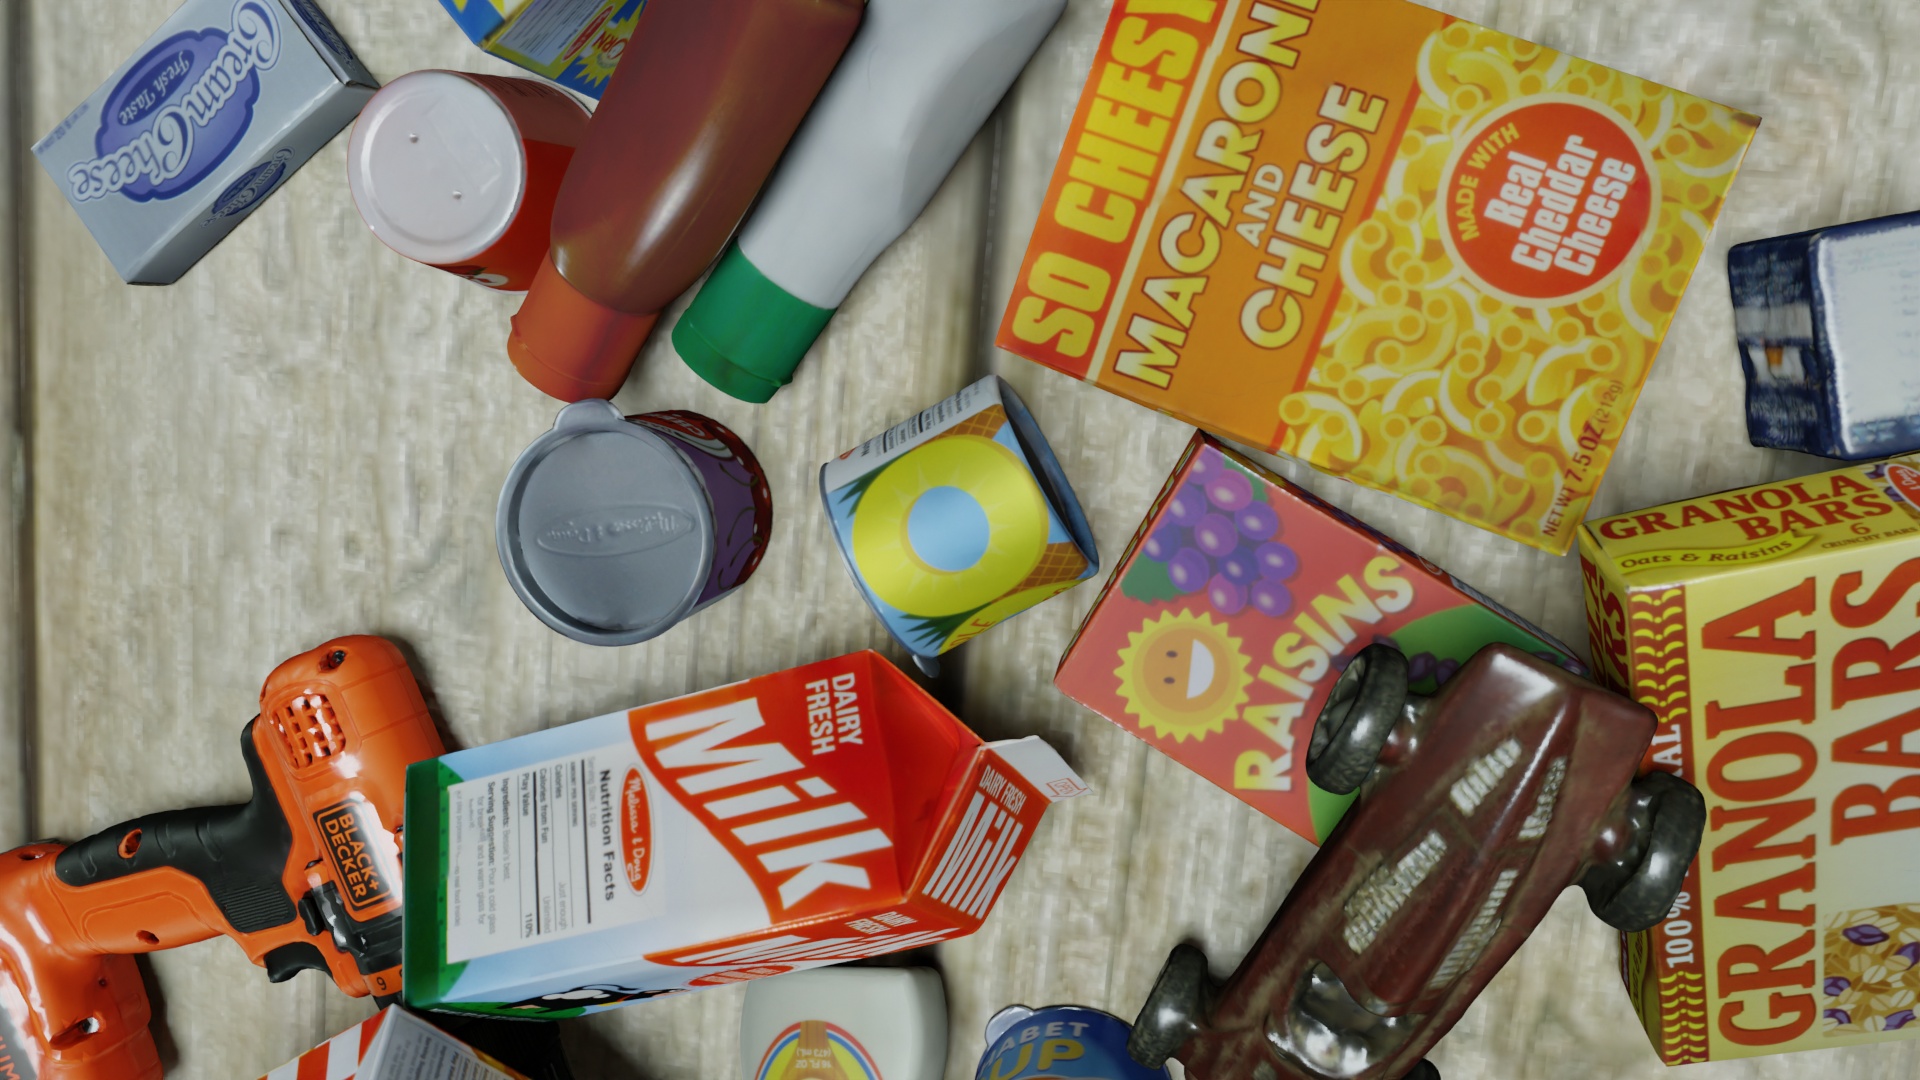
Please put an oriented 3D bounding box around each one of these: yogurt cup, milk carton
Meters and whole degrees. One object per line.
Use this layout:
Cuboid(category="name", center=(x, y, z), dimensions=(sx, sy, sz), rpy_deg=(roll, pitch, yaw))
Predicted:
Cuboid(category="yogurt cup", center=(-0.145, -0.109, 0.418), dimensions=(0.072, 0.054, 0.072), rpy_deg=(1, 98, 8))
Cuboid(category="milk carton", center=(-0.060, 0.087, 0.409), dimensions=(0.190, 0.072, 0.074), rpy_deg=(-15, 65, 11))

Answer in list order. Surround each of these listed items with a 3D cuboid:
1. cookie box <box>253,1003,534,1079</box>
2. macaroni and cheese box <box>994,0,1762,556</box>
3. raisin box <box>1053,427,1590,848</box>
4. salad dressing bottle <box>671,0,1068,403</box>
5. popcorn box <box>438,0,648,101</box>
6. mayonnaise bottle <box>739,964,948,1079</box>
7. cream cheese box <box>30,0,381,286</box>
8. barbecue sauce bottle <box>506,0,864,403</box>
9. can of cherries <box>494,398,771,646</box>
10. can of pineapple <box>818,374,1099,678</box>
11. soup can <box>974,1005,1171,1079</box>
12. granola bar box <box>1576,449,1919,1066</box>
Cuboid(category="cookie box", center=(-0.152, 0.217, 0.423), dimensions=(0.122, 0.040, 0.167), rpy_deg=(-31, 123, 20))
Cuboid(category="macaroni and cheese box", center=(0.109, -0.083, 0.388), dimensions=(0.166, 0.040, 0.123), rpy_deg=(21, 100, 5))
Cuboid(category="raisin box", center=(0.101, 0.035, 0.405), dimensions=(0.123, 0.040, 0.086), rpy_deg=(31, 102, 3))
Cuboid(category="salad dressing bottle", center=(-0.030, -0.106, 0.399), dimensions=(0.044, 0.064, 0.147), rpy_deg=(39, 109, 3))
Cuboid(category="popcorn box", center=(-0.142, -0.189, 0.391), dimensions=(0.038, 0.085, 0.126), rpy_deg=(-39, 90, 11))
Cuboid(category="mayonnaise bottle", center=(-0.037, 0.206, 0.421), dimensions=(0.065, 0.041, 0.148), rpy_deg=(-5, 72, 19))
Cuboid(category="cream cheese box", center=(-0.243, -0.134, 0.446), dimensions=(0.103, 0.024, 0.053), rpy_deg=(-36, 91, 12))
Cuboid(category="barbecue sauce bottle", center=(-0.082, -0.102, 0.385), dimensions=(0.148, 0.044, 0.065), rpy_deg=(-51, 45, 31))
Cuboid(category="can of cherries", center=(-0.096, -0.009, 0.422), dimensions=(0.071, 0.058, 0.071), rpy_deg=(1, 98, 10))
Cuboid(category="can of pineapple", center=(0.001, -0.005, 0.402), dimensions=(0.058, 0.071, 0.071), rpy_deg=(-28, 93, 12))
Cuboid(category="soup can", center=(0.028, 0.187, 0.414), dimensions=(0.071, 0.084, 0.071), rpy_deg=(1, 98, 10))
Cuboid(category="granola bar box", center=(0.234, 0.058, 0.357), dimensions=(0.124, 0.039, 0.164), rpy_deg=(-12, 118, 12))
